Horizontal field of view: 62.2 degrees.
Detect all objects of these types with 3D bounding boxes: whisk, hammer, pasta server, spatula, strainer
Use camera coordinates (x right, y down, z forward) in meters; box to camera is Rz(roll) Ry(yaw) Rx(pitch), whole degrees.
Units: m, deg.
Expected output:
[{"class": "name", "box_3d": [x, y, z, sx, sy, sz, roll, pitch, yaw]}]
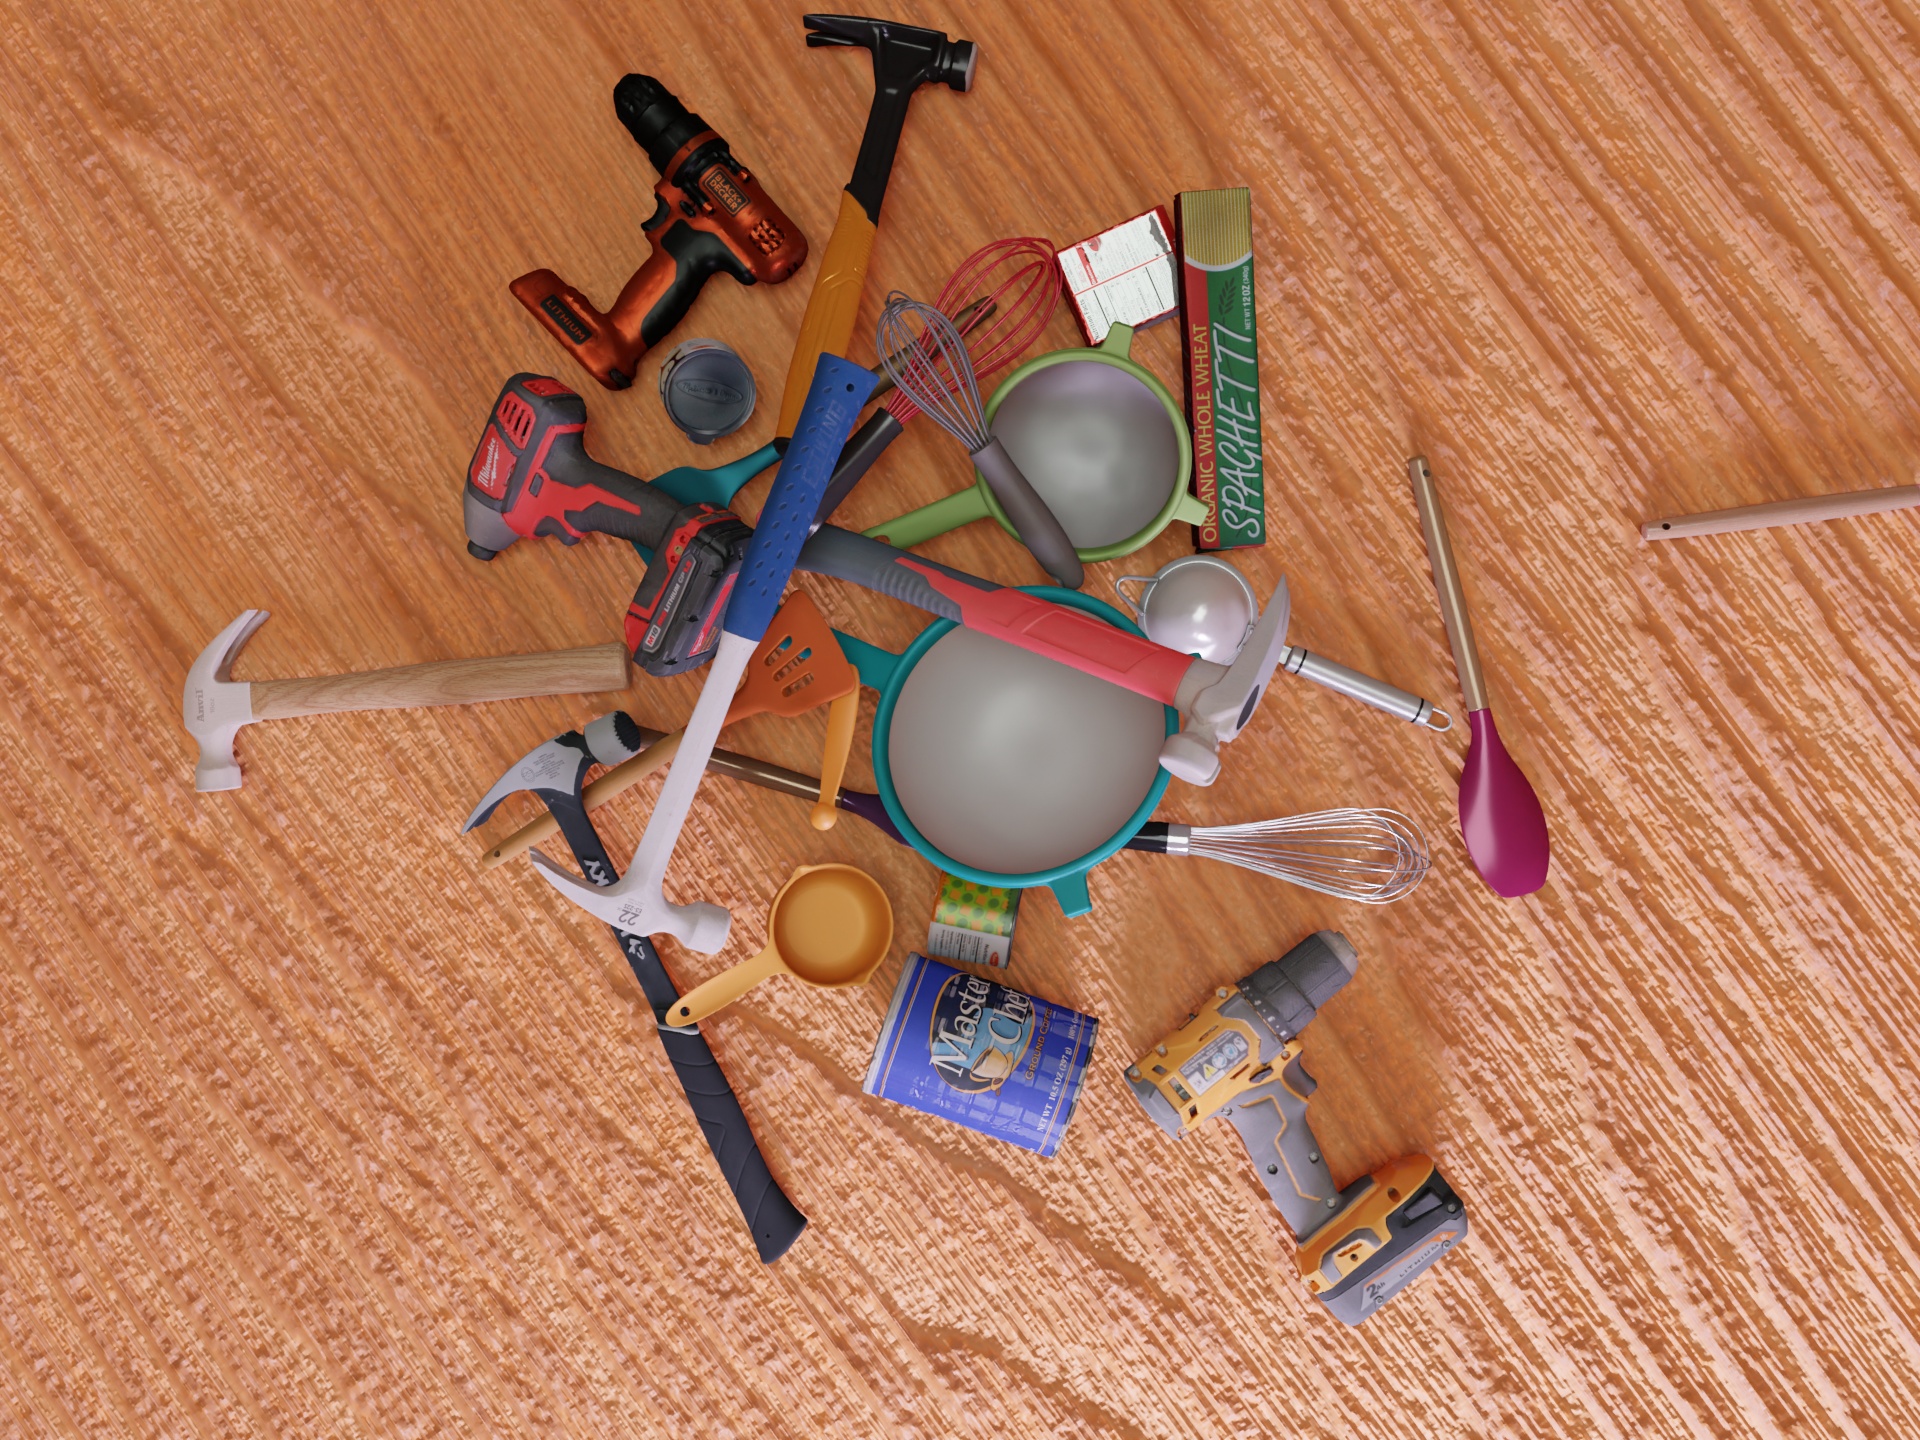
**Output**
[{"class": "whisk", "box_3d": [0.018, -0.184, 1.069, 0.055, 0.055, 0.238, -35, 109, 3]}, {"class": "hammer", "box_3d": [-0.407, -0.027, 1.169, 0.331, 0.031, 0.130, -6, 90, 3]}, {"class": "hammer", "box_3d": [-0.216, 0.203, 1.136, 0.149, 0.036, 0.409, -24, 95, 17]}, {"class": "hammer", "box_3d": [-0.083, -0.338, 1.109, 0.127, 0.034, 0.337, 12, 76, 2]}, {"class": "pasta server", "box_3d": [0.638, -0.155, 1.103, 0.316, 0.040, 0.060, -7, 77, 5]}, {"class": "spatula", "box_3d": [-0.107, -0.214, 1.157, 0.317, 0.044, 0.082, -34, 88, -2]}, {"class": "whisk", "box_3d": [0.187, 0.087, 1.124, 0.284, 0.070, 0.070, 5, 90, 9]}, {"class": "whisk", "box_3d": [-0.035, -0.224, 1.105, 0.073, 0.073, 0.296, 42, 87, 3]}, {"class": "spatula", "box_3d": [-0.217, 0.023, 1.133, 0.322, 0.041, 0.081, -31, 83, 12]}, {"class": "hammer", "box_3d": [0.026, -0.089, 1.071, 0.386, 0.038, 0.143, 23, 75, 26]}, {"class": "strainer", "box_3d": [0.041, -0.174, 1.133, 0.256, 0.069, 0.151, -20, 109, 20]}, {"class": "strainer", "box_3d": [0.231, -0.048, 1.127, 0.258, 0.050, 0.087, 23, 98, 0]}, {"class": "spatula", "box_3d": [-0.108, 0.048, 1.151, 0.316, 0.018, 0.060, 16, 48, 7]}, {"class": "strainer", "box_3d": [-0.002, -0.004, 1.125, 0.340, 0.095, 0.211, 24, 80, 24]}, {"class": "hammer", "box_3d": [-0.154, -0.048, 1.050, 0.144, 0.035, 0.405, 20, 96, -22]}]

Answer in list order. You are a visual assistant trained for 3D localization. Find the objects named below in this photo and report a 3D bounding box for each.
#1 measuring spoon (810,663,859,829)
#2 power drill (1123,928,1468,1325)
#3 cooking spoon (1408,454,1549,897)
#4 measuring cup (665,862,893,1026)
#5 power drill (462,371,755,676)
[{"class": "measuring spoon", "box_3d": [-0.086, 0.017, 1.088, 0.021, 0.011, 0.117, 5, 79, 27]}, {"class": "power drill", "box_3d": [0.252, 0.275, 1.107, 0.185, 0.084, 0.226, -40, 83, 1]}, {"class": "cooking spoon", "box_3d": [0.360, -0.033, 1.124, 0.068, 0.017, 0.319, -12, 87, -17]}, {"class": "measuring cup", "box_3d": [-0.130, 0.166, 1.123, 0.173, 0.052, 0.095, -29, 90, -12]}, {"class": "power drill", "box_3d": [-0.257, -0.132, 1.128, 0.220, 0.078, 0.143, 36, 113, 11]}]
